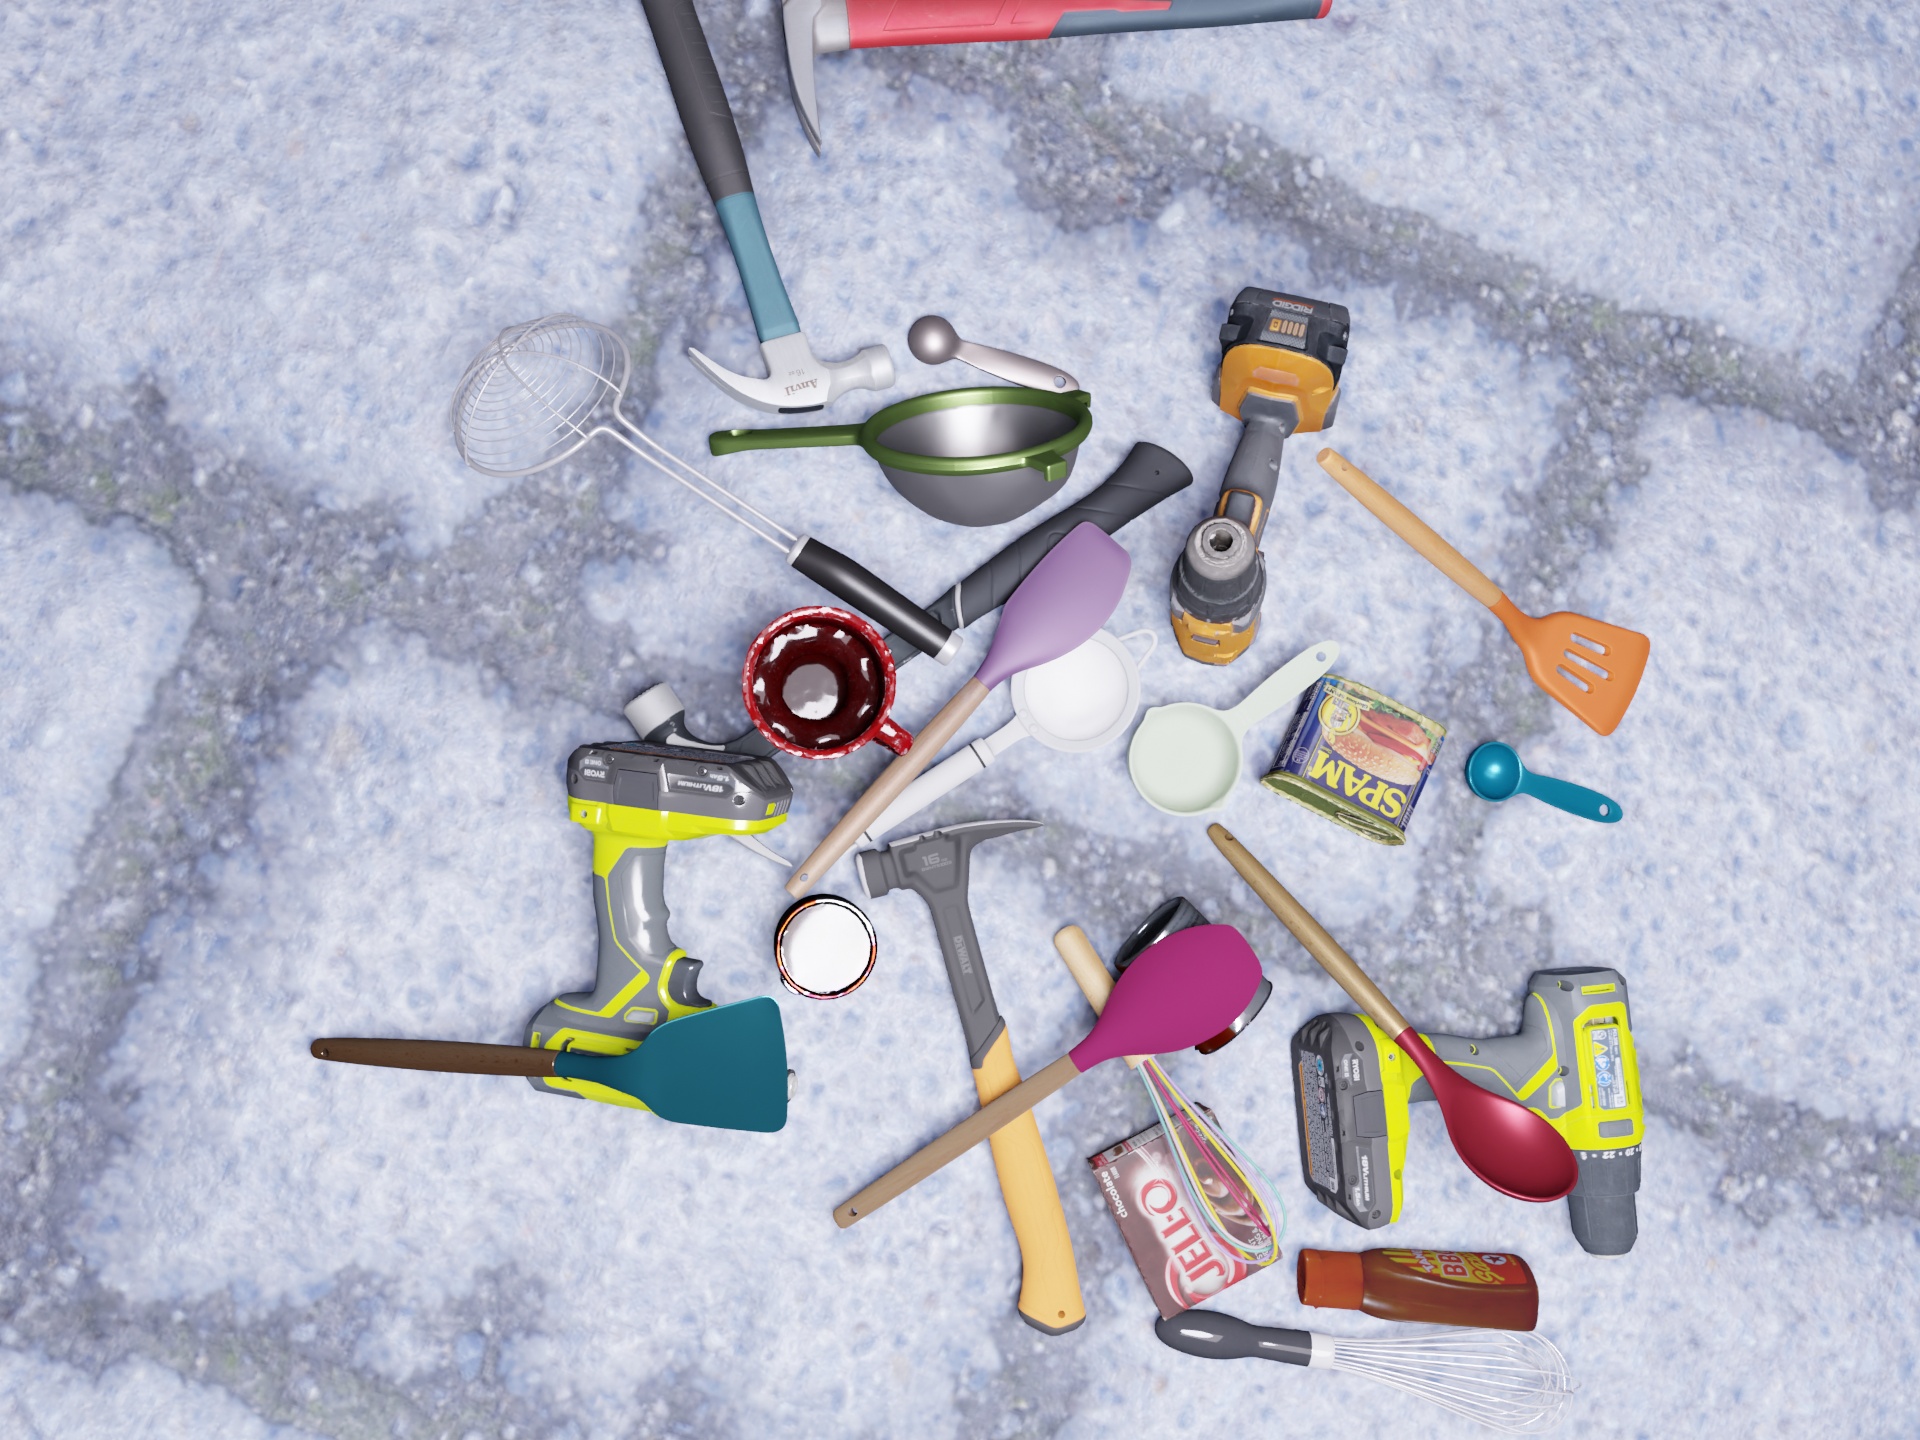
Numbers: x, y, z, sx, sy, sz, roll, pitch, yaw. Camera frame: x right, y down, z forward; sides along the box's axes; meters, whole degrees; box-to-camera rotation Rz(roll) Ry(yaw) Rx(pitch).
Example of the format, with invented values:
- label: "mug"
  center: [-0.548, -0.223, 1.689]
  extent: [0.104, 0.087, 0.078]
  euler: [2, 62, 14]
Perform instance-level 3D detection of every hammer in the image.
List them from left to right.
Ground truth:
- label: "hammer"
  center: [-0.155, -0.363, 1.071]
  extent: [0.128, 0.033, 0.331]
  euler: [-18, 88, -9]
- label: "hammer"
  center: [-0.014, -0.061, 1.064]
  extent: [0.409, 0.036, 0.149]
  euler: [-35, 91, -8]
- label: "hammer"
  center: [0.032, 0.233, 1.047]
  extent: [0.127, 0.034, 0.337]
  euler: [-14, 88, -7]
- label: "hammer"
  center: [0.071, -0.477, 1.103]
  extent: [0.386, 0.038, 0.143]
  euler: [-6, 88, -7]

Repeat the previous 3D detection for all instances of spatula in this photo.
- label: "spatula"
  center: [-0.257, 0.205, 0.962]
  extent: [0.317, 0.044, 0.082]
  euler: [-1, 97, 20]
- label: "spatula"
  center: [-0.002, -0.003, 1.036]
  extent: [0.060, 0.018, 0.316]
  euler: [42, 82, 6]
- label: "spatula"
  center: [0.352, -0.094, 1.072]
  extent: [0.322, 0.041, 0.081]
  euler: [31, 82, -30]

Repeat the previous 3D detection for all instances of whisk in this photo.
- label: "whisk"
  center: [0.133, 0.236, 1.023]
  extent: [0.051, 0.047, 0.245]
  euler: [-30, 70, -6]
- label: "whisk"
  center: [0.269, 0.423, 1.054]
  extent: [0.284, 0.070, 0.070]
  euler: [9, 85, -1]

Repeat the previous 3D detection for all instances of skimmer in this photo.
- label: "skimmer"
  center: [-0.161, -0.138, 1.033]
  extent: [0.363, 0.090, 0.127]
  euler: [33, 73, -7]

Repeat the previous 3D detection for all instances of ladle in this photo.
- label: "ladle"
  center: [0.264, 0.180, 1.018]
  extent: [0.069, 0.031, 0.316]
  euler: [-22, 58, -32]

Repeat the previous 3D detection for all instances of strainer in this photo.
- label: "strainer"
  center: [-0.039, -0.164, 1.048]
  extent: [0.256, 0.152, 0.069]
  euler: [0, 119, 12]
- label: "strainer"
  center: [0.021, 0.016, 1.060]
  extent: [0.258, 0.050, 0.087]
  euler: [-33, 81, -2]

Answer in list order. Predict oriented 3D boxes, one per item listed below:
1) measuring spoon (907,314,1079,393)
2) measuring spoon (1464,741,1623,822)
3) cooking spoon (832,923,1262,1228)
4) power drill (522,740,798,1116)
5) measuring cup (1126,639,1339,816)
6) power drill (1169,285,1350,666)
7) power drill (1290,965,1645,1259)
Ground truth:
- label: "measuring spoon"
  center: [0.024, -0.248, 1.090]
  extent: [0.124, 0.018, 0.034]
  euler: [17, 84, -6]
- label: "measuring spoon"
  center: [0.407, 0.049, 1.118]
  extent: [0.128, 0.021, 0.042]
  euler: [18, 84, -14]
- label: "cooking spoon"
  center: [0.052, 0.233, 1.012]
  extent: [0.319, 0.017, 0.069]
  euler: [-35, 82, 4]
- label: "power drill"
  center: [-0.175, 0.131, 0.980]
  extent: [0.171, 0.080, 0.223]
  euler: [7, 95, 14]
- label: "measuring cup"
  center: [0.185, -0.001, 1.075]
  extent: [0.167, 0.038, 0.083]
  euler: [-37, 90, -4]
- label: "power drill"
  center: [0.186, -0.160, 1.021]
  extent: [0.084, 0.185, 0.226]
  euler: [15, 81, 11]
- label: "power drill"
  center: [0.348, 0.270, 1.061]
  extent: [0.228, 0.080, 0.190]
  euler: [-4, 85, -10]
